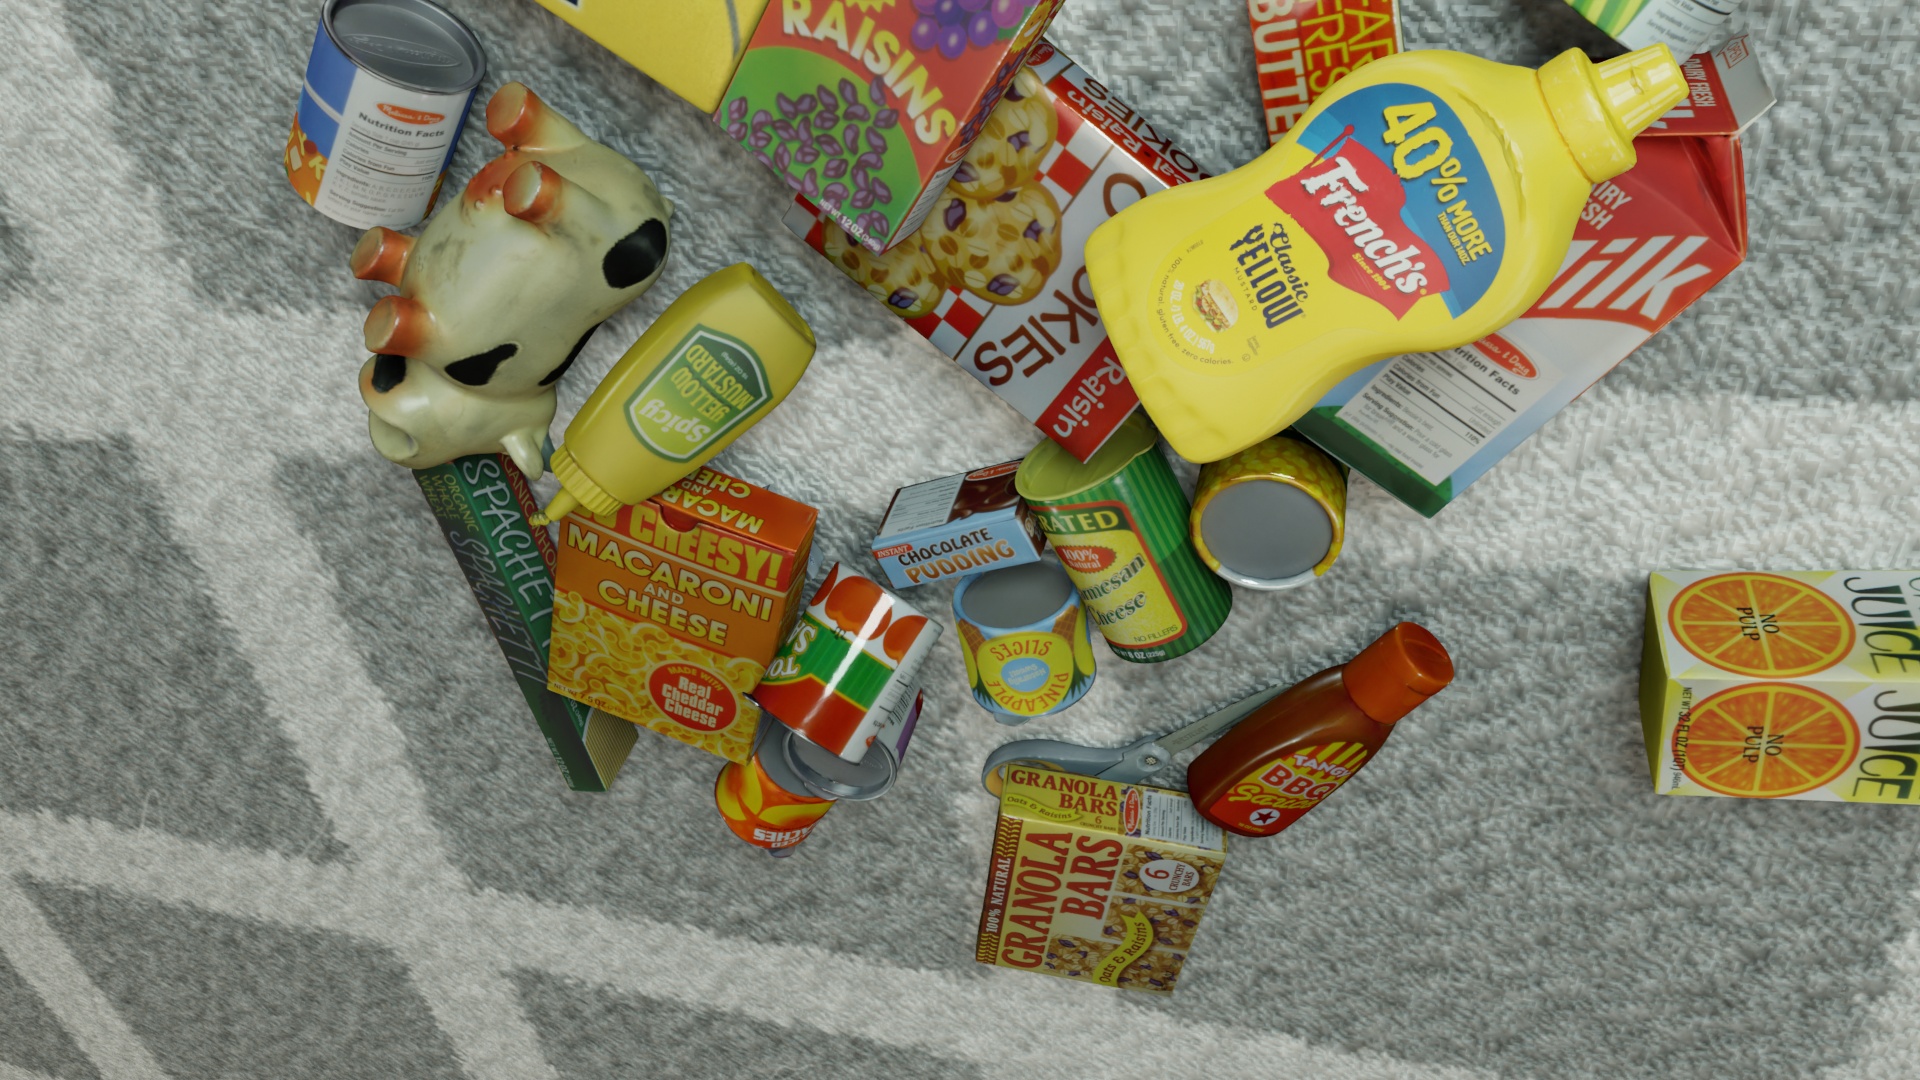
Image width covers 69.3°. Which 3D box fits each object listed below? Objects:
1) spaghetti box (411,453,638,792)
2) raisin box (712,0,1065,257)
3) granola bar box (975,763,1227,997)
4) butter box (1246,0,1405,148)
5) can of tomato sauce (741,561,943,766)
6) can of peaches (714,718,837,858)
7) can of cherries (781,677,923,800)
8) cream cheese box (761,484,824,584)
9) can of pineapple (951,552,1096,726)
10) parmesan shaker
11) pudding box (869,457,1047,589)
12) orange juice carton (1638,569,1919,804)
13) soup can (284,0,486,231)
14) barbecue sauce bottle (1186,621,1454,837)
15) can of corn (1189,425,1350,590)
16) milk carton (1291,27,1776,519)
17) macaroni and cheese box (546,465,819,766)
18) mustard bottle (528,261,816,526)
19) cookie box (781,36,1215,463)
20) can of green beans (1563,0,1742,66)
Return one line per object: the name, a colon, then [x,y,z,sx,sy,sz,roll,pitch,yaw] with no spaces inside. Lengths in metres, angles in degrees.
spaghetti box: [-0.245,0.042,0.800,0.028,0.050,0.248,-1,127,17]
raisin box: [-0.025,-0.178,0.504,0.086,0.040,0.122,40,130,1]
granola bar box: [0.078,0.200,0.807,0.124,0.039,0.164,9,135,3]
butter box: [0.141,-0.165,0.520,0.053,0.024,0.103,-5,126,22]
can of tomato sauce: [-0.059,0.061,0.706,0.071,0.083,0.071,32,175,3]
can of peaches: [-0.103,0.141,0.817,0.071,0.071,0.057,31,130,-7]
can of cherries: [-0.061,0.104,0.781,0.071,0.059,0.071,9,130,11]
cream cheese box: [-0.130,0.009,0.751,0.103,0.024,0.053,-17,120,29]
can of pineapple: [0.032,0.048,0.697,0.071,0.071,0.057,1,127,18]
parmesan shaker: [0.080,-0.001,0.642,0.071,0.072,0.102,-16,121,29]
pudding box: [0.002,-0.008,0.675,0.083,0.050,0.030,-13,124,27]
orange juice carton: [0.394,0.061,0.581,0.192,0.073,0.071,-1,127,19]
soup can: [-0.254,-0.190,0.609,0.071,0.072,0.083,34,131,-9]
barbecue sauce bottle: [0.181,0.096,0.699,0.065,0.044,0.147,20,132,-24]
can of corn: [0.137,-0.022,0.612,0.071,0.058,0.070,9,130,11]
milk carton: [0.213,-0.102,0.514,0.073,0.073,0.189,33,131,-9]
macaroni and cheese box: [-0.150,0.035,0.733,0.124,0.040,0.165,20,130,3]
mustard bottle: [-0.140,-0.056,0.643,0.160,0.049,0.065,-42,116,7]
cookie box: [0.026,-0.128,0.565,0.167,0.040,0.122,38,129,-2]
can of green beans: [0.225,-0.194,0.440,0.071,0.071,0.057,31,131,-7]
